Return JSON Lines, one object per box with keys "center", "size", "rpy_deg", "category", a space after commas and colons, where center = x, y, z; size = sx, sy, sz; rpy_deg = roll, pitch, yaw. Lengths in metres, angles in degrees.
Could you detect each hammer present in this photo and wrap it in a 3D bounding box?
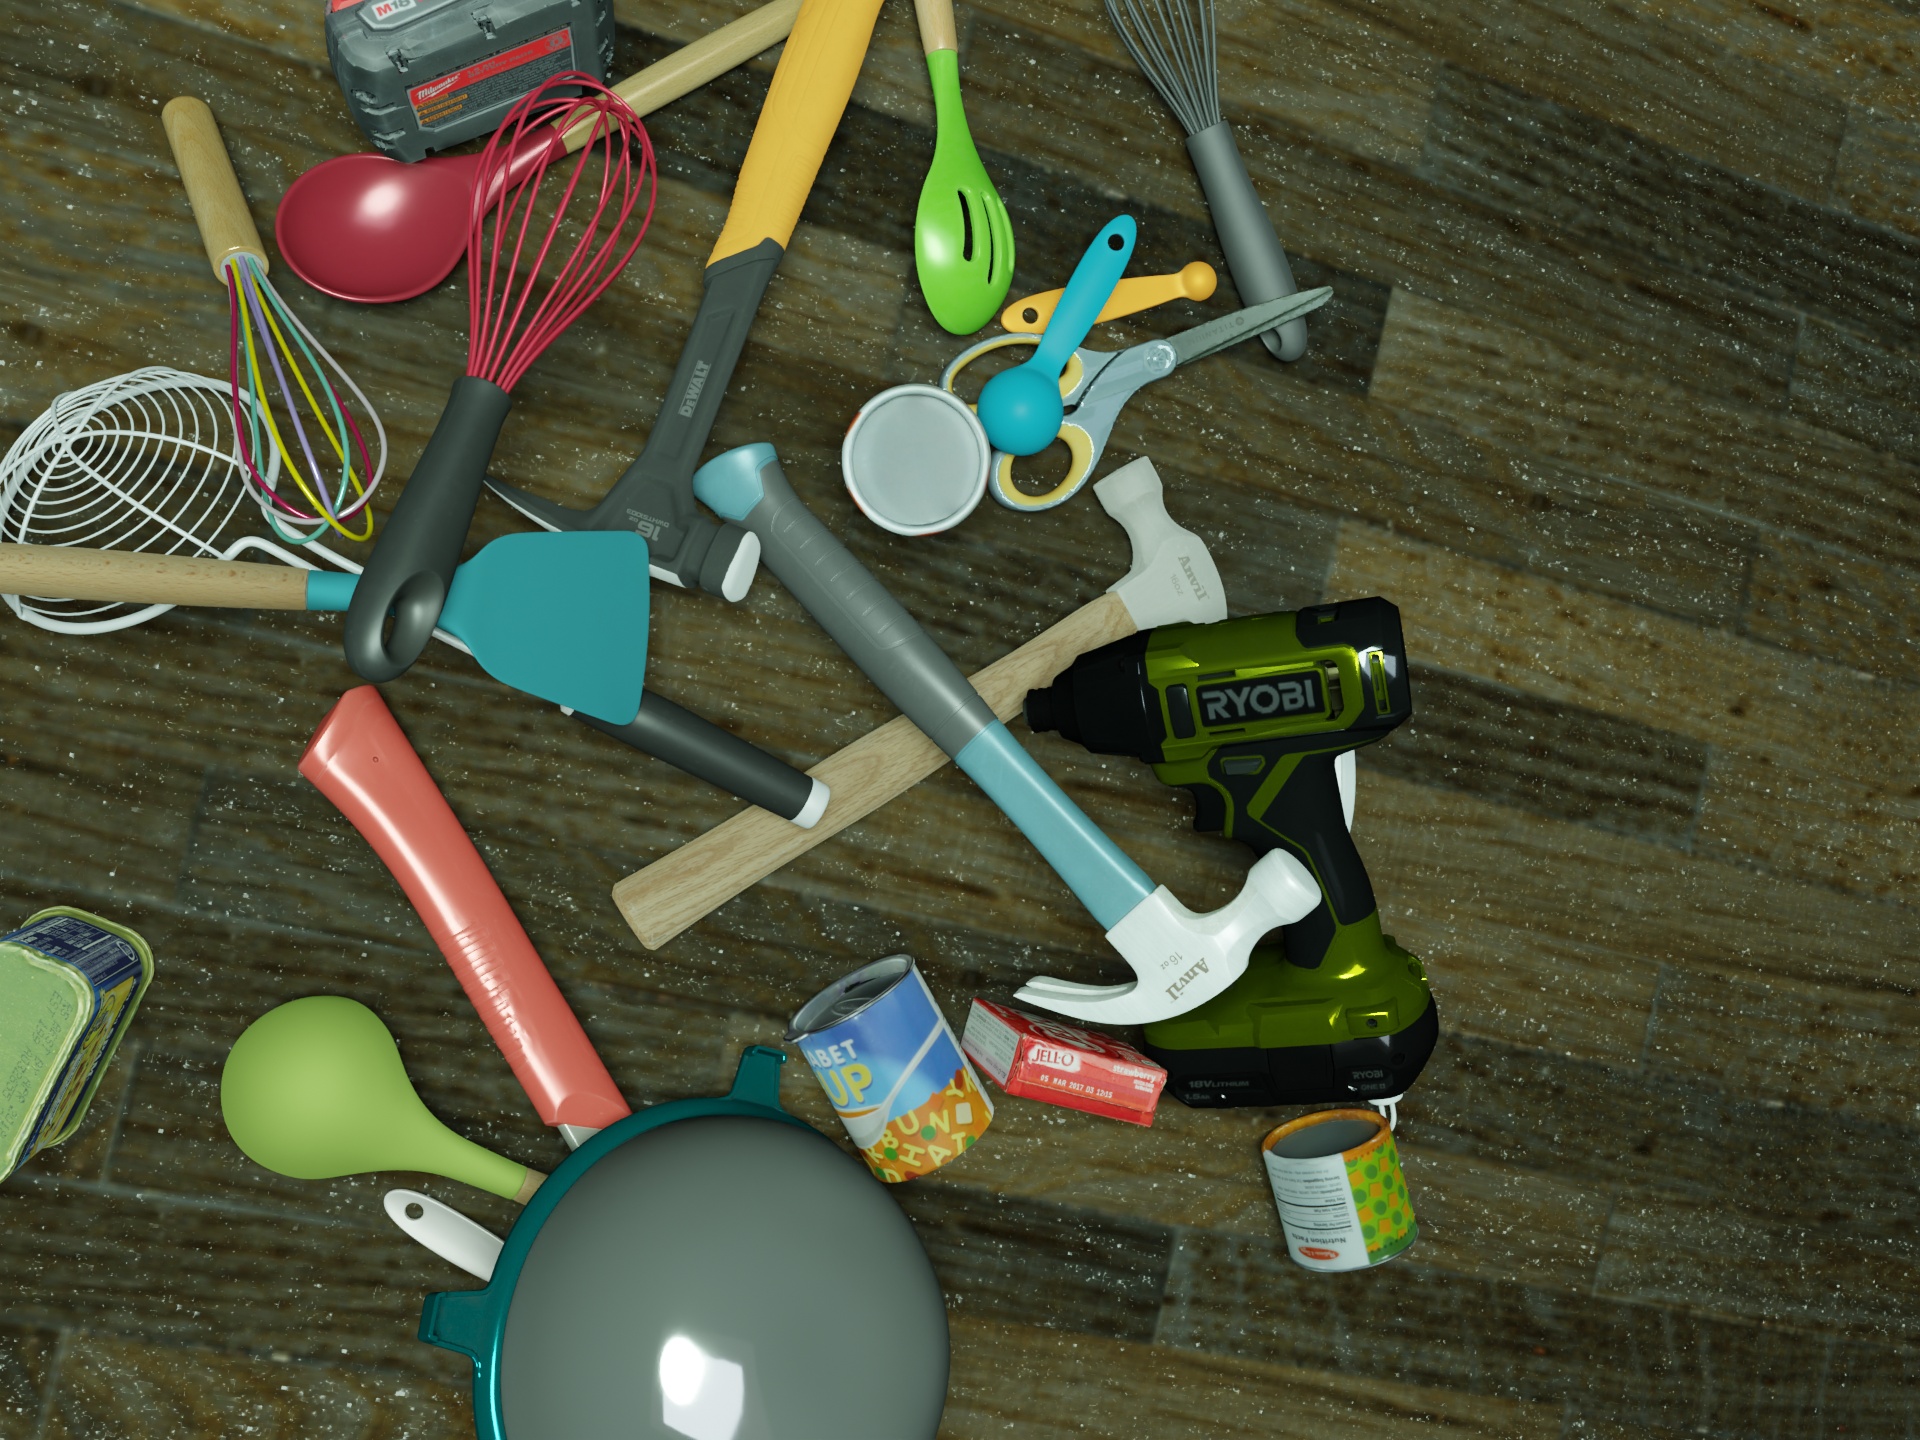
{"center": [-0.013, 0.009, 0.763], "size": [0.331, 0.031, 0.130], "rpy_deg": [-32, 98, -11], "category": "hammer"}
{"center": [-0.096, -0.228, 0.712], "size": [0.127, 0.034, 0.337], "rpy_deg": [21, 86, 9], "category": "hammer"}
{"center": [-0.001, -0.002, 0.708], "size": [0.331, 0.033, 0.128], "rpy_deg": [47, 107, 10], "category": "hammer"}
{"center": [-0.174, 0.142, 0.704], "size": [0.149, 0.036, 0.359], "rpy_deg": [-31, 91, -42], "category": "hammer"}

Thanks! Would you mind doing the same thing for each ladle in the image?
{"center": [-0.161, -0.278, 0.724], "size": [0.315, 0.031, 0.069], "rpy_deg": [-34, 94, -13], "category": "ladle"}
{"center": [-0.179, 0.217, 0.726], "size": [0.320, 0.062, 0.078], "rpy_deg": [30, 84, -20], "category": "ladle"}

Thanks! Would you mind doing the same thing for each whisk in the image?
{"center": [-0.185, -0.145, 0.634], "size": [0.073, 0.073, 0.296], "rpy_deg": [19, 64, -14], "category": "whisk"}
{"center": [0.125, -0.291, 0.785], "size": [0.055, 0.055, 0.239], "rpy_deg": [-26, 101, -12], "category": "whisk"}
{"center": [-0.281, -0.164, 0.638], "size": [0.047, 0.051, 0.245], "rpy_deg": [3, 50, -49], "category": "whisk"}

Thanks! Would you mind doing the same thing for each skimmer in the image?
{"center": [-0.229, -0.034, 0.691], "size": [0.363, 0.090, 0.127], "rpy_deg": [28, 65, -18], "category": "skimmer"}

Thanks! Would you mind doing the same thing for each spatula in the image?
{"center": [-0.277, -0.049, 0.610], "size": [0.317, 0.044, 0.082], "rpy_deg": [4, 86, -18], "category": "spatula"}

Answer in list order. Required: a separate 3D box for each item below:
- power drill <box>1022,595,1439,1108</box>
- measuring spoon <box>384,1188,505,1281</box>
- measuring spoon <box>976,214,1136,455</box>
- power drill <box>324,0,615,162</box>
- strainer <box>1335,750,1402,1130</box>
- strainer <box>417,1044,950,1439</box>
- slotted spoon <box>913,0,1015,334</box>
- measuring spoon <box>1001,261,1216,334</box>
{"center": [0.130, 0.062, 0.737], "size": [0.171, 0.080, 0.223], "rpy_deg": [-8, 108, 18], "category": "power drill"}
{"center": [-0.208, 0.247, 0.729], "size": [0.124, 0.018, 0.034], "rpy_deg": [33, 91, -6], "category": "measuring spoon"}
{"center": [0.051, -0.186, 0.755], "size": [0.042, 0.021, 0.128], "rpy_deg": [29, 90, -7], "category": "measuring spoon"}
{"center": [-0.266, -0.355, 0.662], "size": [0.188, 0.080, 0.227], "rpy_deg": [-27, 87, -12], "category": "power drill"}
{"center": [0.193, 0.093, 0.812], "size": [0.087, 0.050, 0.258], "rpy_deg": [-29, 107, -56], "category": "strainer"}
{"center": [-0.045, 0.308, 0.644], "size": [0.211, 0.095, 0.340], "rpy_deg": [-33, 91, -42], "category": "strainer"}
{"center": [-0.014, -0.341, 0.755], "size": [0.070, 0.031, 0.314], "rpy_deg": [-8, 89, -50], "category": "slotted spoon"}
{"center": [0.076, -0.210, 0.791], "size": [0.117, 0.011, 0.021], "rpy_deg": [-15, 94, -13], "category": "measuring spoon"}
